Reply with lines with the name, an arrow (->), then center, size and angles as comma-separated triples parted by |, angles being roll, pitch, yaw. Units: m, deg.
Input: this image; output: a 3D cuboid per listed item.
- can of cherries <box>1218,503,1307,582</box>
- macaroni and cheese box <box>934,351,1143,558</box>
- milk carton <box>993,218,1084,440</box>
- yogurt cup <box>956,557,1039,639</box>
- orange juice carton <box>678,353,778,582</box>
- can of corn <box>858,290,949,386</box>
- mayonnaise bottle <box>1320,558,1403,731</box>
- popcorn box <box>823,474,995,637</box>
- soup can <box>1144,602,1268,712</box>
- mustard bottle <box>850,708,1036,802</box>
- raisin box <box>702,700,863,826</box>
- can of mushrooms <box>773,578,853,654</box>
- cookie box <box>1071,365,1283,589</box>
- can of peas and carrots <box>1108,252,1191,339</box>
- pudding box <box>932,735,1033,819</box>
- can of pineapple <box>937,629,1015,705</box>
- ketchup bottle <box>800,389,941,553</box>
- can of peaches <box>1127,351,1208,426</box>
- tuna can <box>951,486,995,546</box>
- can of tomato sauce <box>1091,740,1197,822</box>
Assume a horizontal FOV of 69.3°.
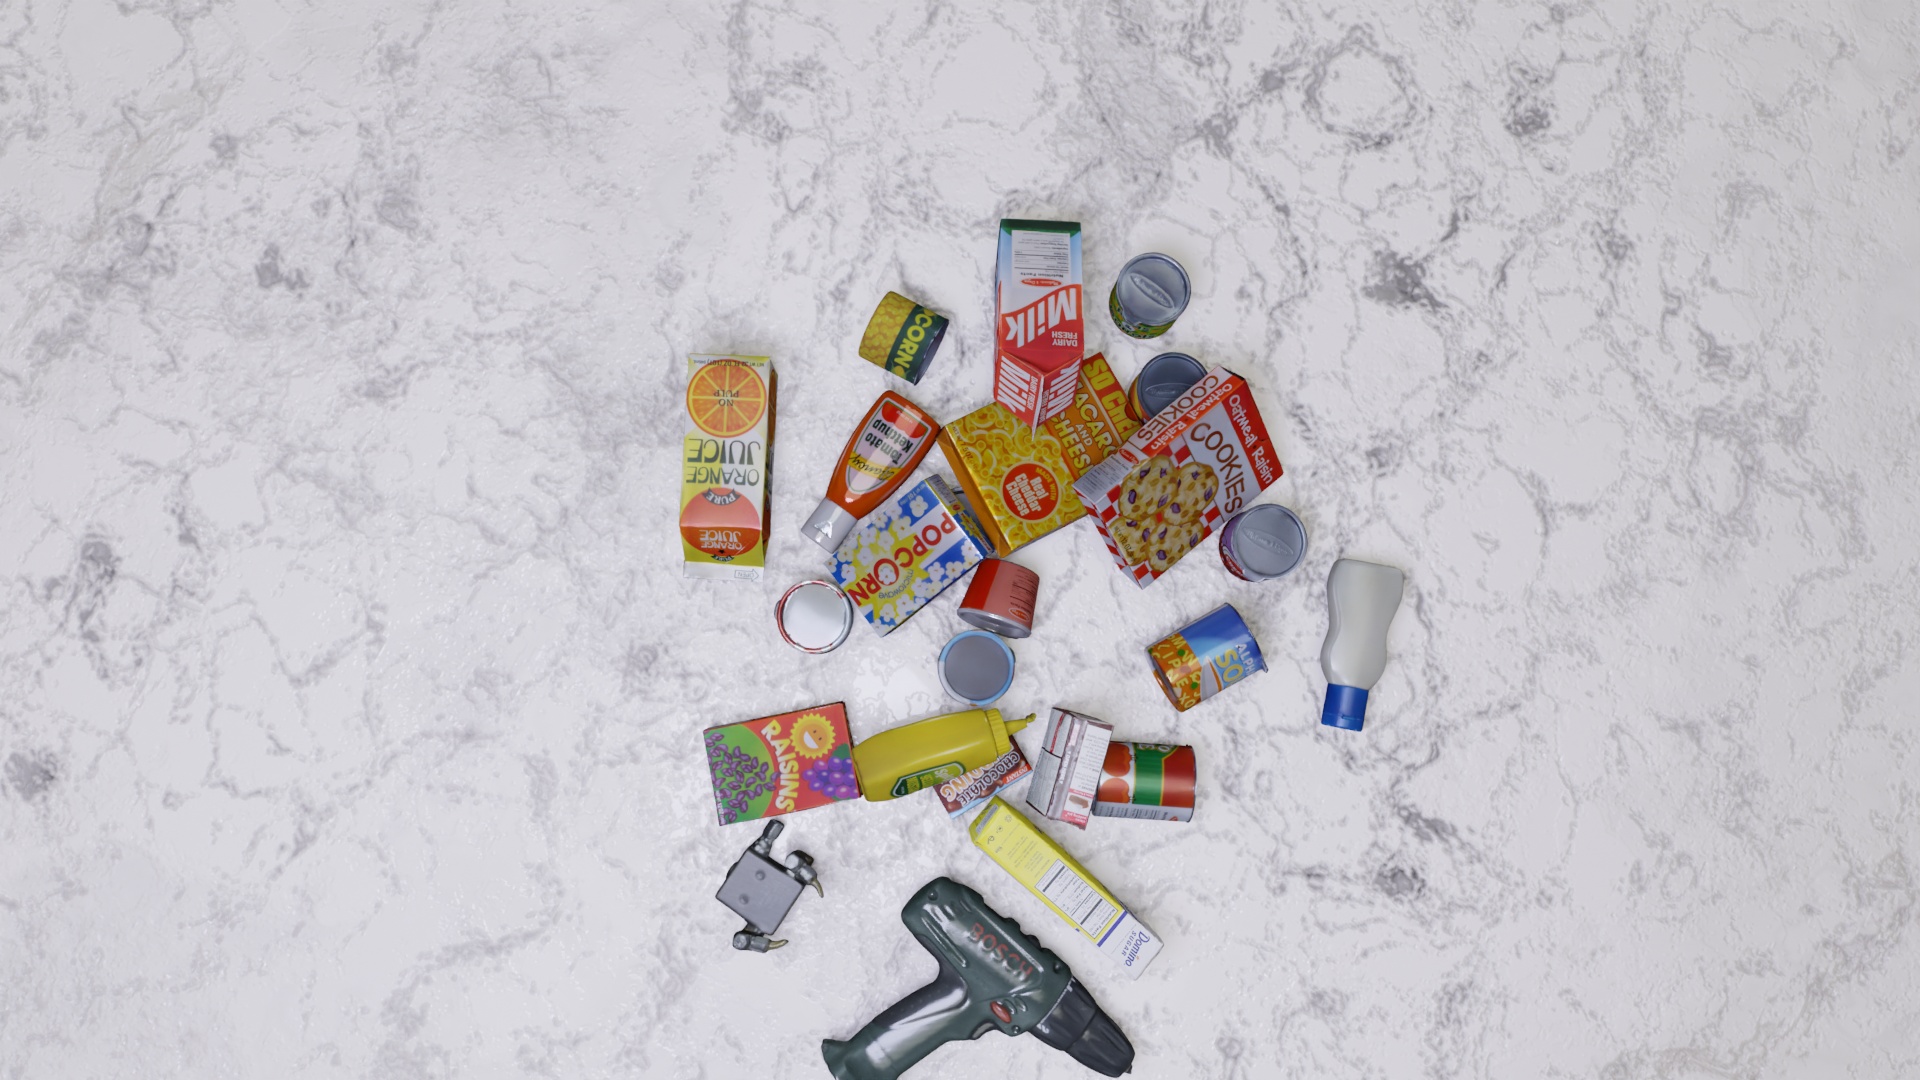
can of cherries -> 0.264, 0.005, 1.226 | 0.071, 0.058, 0.071 | 0, 85, -3
macaroni and cheese box -> 0.081, -0.076, 1.218 | 0.167, 0.040, 0.124 | -27, 86, -18
milk carton -> 0.066, -0.182, 1.194 | 0.073, 0.072, 0.191 | 3, 57, -2
yogurt cup -> 0.036, 0.049, 1.212 | 0.072, 0.072, 0.054 | 18, 76, 0
orange juice carton -> -0.202, -0.061, 1.209 | 0.072, 0.073, 0.192 | 2, 85, -2
can of corn -> -0.051, -0.179, 1.227 | 0.058, 0.071, 0.071 | 27, 84, 1
mayonnaise bottle -> 0.349, 0.093, 1.230 | 0.065, 0.041, 0.148 | 11, 85, 1
popcorn box -> -0.044, 0.014, 1.199 | 0.126, 0.038, 0.085 | -39, 87, 22
soup can -> 0.213, 0.104, 1.209 | 0.084, 0.071, 0.071 | -29, 86, -4
mustard bottle -> -0.010, 0.174, 1.169 | 0.160, 0.065, 0.049 | -17, 62, -7
raisin box -> -0.153, 0.193, 1.202 | 0.123, 0.040, 0.086 | -11, 85, -2
can of mushrooms -> -0.130, 0.067, 1.218 | 0.071, 0.033, 0.071 | 0, 85, -2
cookie box -> 0.192, -0.053, 1.202 | 0.167, 0.122, 0.040 | -39, 42, -5
can of peas and carrots -> 0.167, -0.216, 1.244 | 0.071, 0.058, 0.071 | 0, 85, -1
pudding box -> 0.015, 0.201, 1.211 | 0.084, 0.030, 0.049 | -29, 86, -4
can of pineapple -> 0.015, 0.109, 1.207 | 0.071, 0.058, 0.071 | 0, 84, -2
ketchup bottle -> -0.083, -0.058, 1.228 | 0.065, 0.043, 0.149 | 36, 85, 2
can of peaches -> 0.185, -0.127, 1.237 | 0.071, 0.058, 0.071 | 0, 85, -3
tuna can -> 0.004, -0.015, 1.231 | 0.071, 0.033, 0.071 | 0, 85, -2
can of tomato sauce -> 0.157, 0.205, 1.199 | 0.083, 0.071, 0.071 | 4, 85, -1
